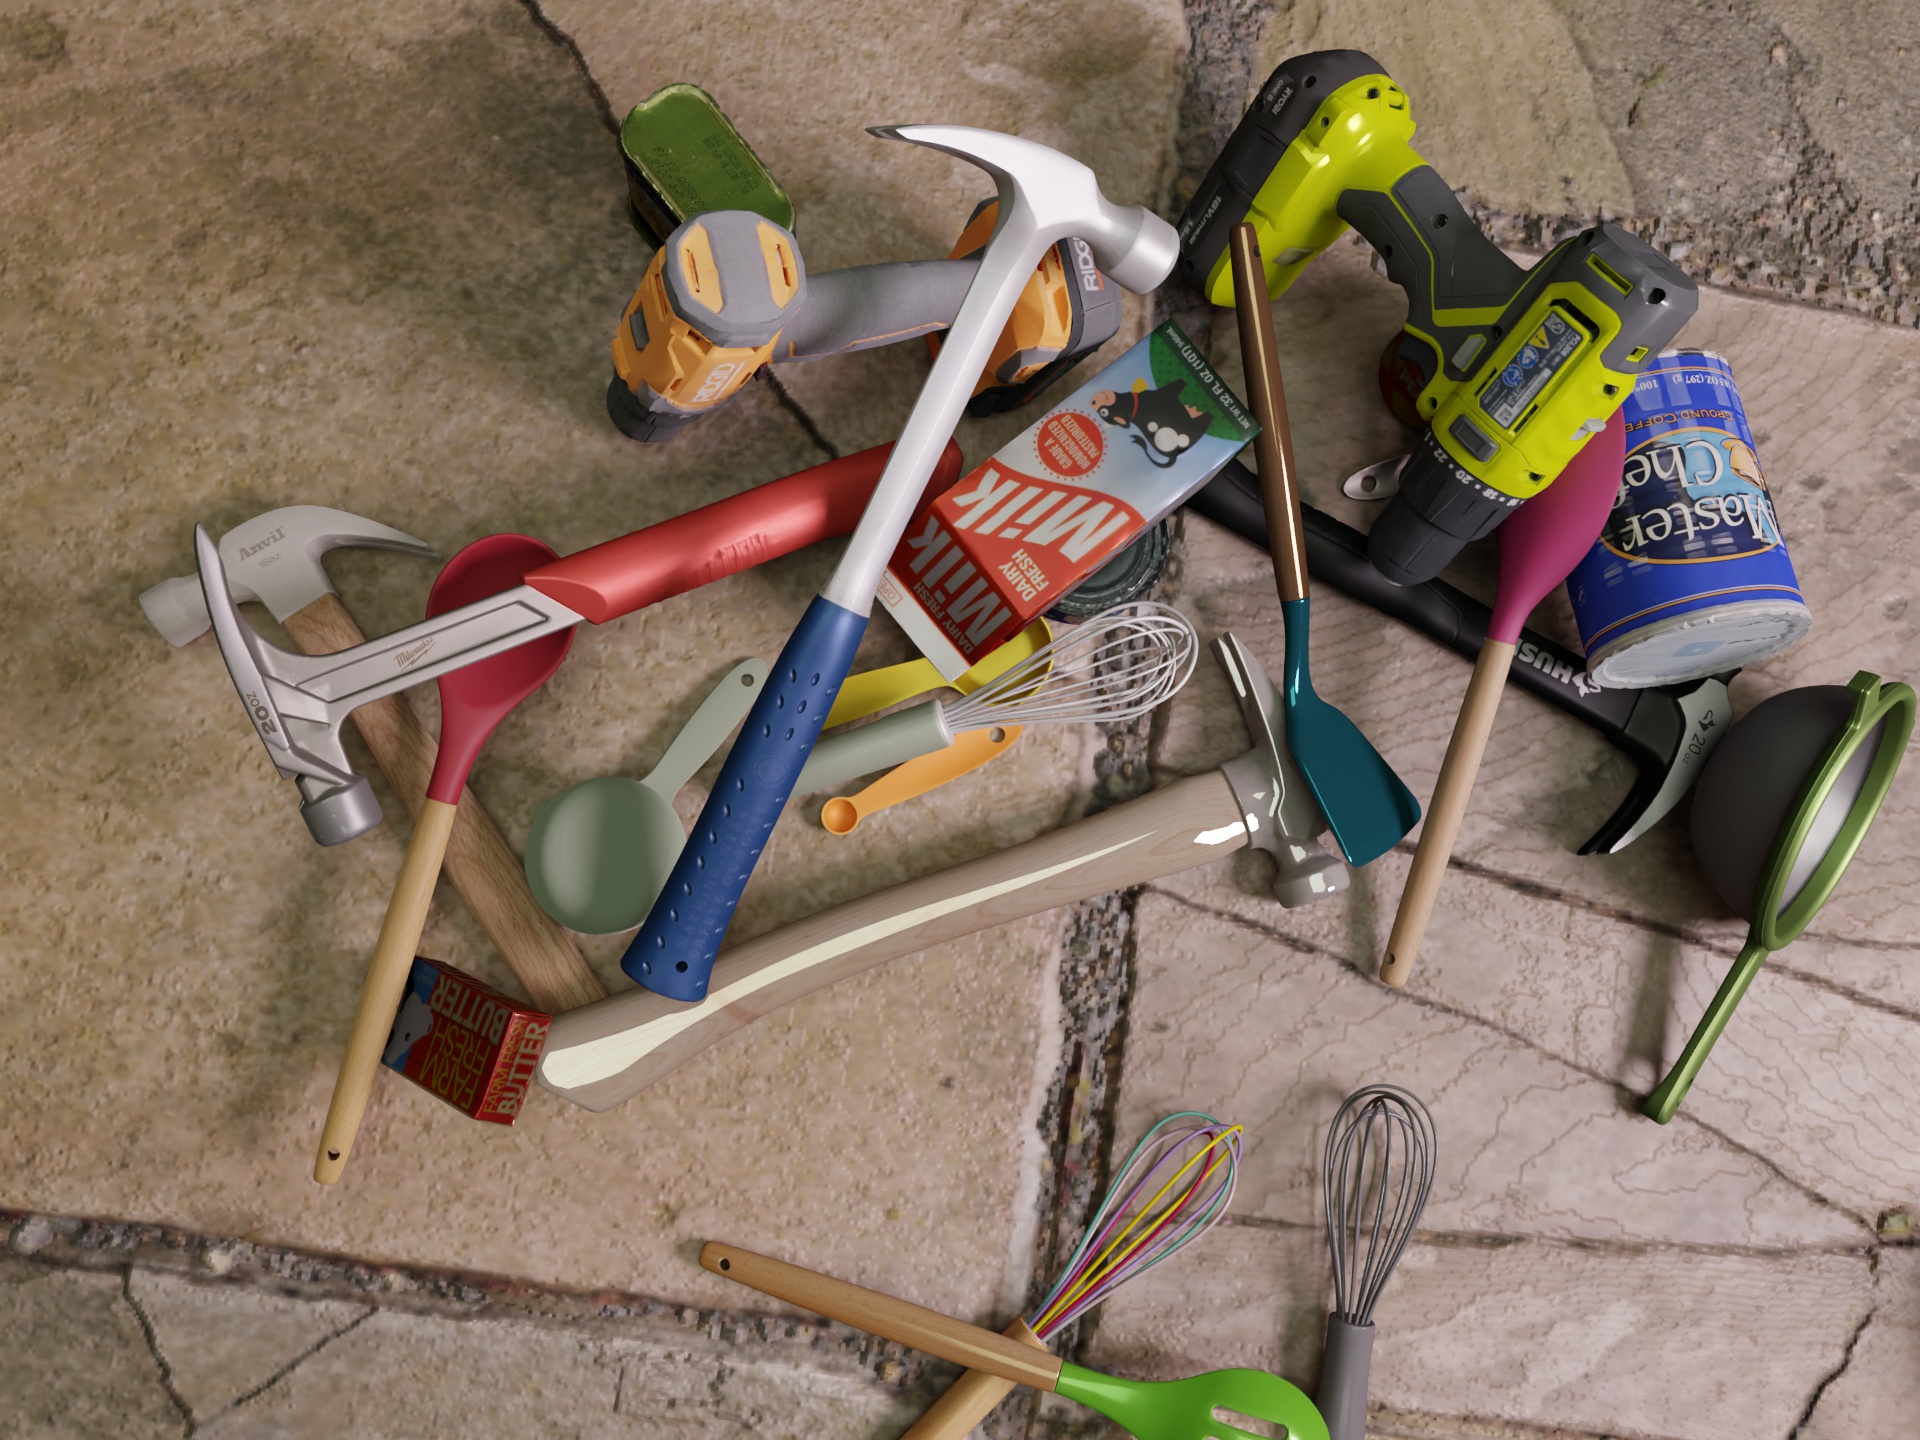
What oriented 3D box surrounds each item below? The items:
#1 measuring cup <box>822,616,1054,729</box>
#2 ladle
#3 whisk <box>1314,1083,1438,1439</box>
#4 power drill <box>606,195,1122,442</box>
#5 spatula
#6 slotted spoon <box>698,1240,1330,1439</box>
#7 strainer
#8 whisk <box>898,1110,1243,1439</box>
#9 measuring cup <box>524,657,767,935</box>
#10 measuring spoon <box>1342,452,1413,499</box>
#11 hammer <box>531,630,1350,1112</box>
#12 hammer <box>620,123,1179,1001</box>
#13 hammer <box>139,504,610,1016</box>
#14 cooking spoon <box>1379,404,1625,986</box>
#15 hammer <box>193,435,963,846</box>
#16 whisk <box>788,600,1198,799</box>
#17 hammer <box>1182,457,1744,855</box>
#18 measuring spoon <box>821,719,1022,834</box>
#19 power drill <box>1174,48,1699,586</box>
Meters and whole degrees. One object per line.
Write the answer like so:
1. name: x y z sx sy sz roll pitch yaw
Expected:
1. measuring cup: -0.027 -0.020 0.823 0.156 0.029 0.062 -18 90 4
2. ladle: -0.252 0.064 0.753 0.069 0.031 0.315 17 85 -15
3. whisk: 0.199 0.302 0.797 0.055 0.055 0.239 9 87 -5
4. power drill: -0.059 -0.188 0.779 0.226 0.185 0.084 -11 85 -26
5. spatula: 0.173 -0.087 0.791 0.082 0.044 0.317 -24 108 -45
6. slotted spoon: 0.021 0.304 0.753 0.314 0.031 0.070 16 85 10
7. strainer: 0.402 0.086 0.831 0.069 0.151 0.256 32 101 36
8. whisk: 0.051 0.285 0.784 0.245 0.047 0.051 -44 91 -5
9. measuring cup: -0.144 0.030 0.779 0.083 0.038 0.168 40 70 -10
10. measuring spoon: 0.267 -0.142 0.869 0.124 0.018 0.034 -15 98 -1
11. hammer: -0.013 0.084 0.787 0.410 0.038 0.146 -19 85 -12
12. hammer: -0.052 -0.063 0.697 0.144 0.035 0.405 22 98 -30
13. hammer: -0.256 0.038 0.784 0.130 0.031 0.331 -34 89 -8
14. cooking spoon: 0.263 -0.015 0.799 0.017 0.069 0.319 7 102 -36
15. hammer: -0.159 -0.079 0.753 0.359 0.037 0.149 -25 107 -24
16. whisk: -0.001 -0.003 0.788 0.246 0.057 0.059 -18 62 8
17. hammer: 0.249 -0.056 0.845 0.334 0.035 0.146 28 81 -2
18. measuring spoon: -0.019 0.027 0.822 0.117 0.011 0.021 -27 88 -12
19. power drill: 0.214 -0.198 0.785 0.080 0.190 0.229 -13 57 -46
